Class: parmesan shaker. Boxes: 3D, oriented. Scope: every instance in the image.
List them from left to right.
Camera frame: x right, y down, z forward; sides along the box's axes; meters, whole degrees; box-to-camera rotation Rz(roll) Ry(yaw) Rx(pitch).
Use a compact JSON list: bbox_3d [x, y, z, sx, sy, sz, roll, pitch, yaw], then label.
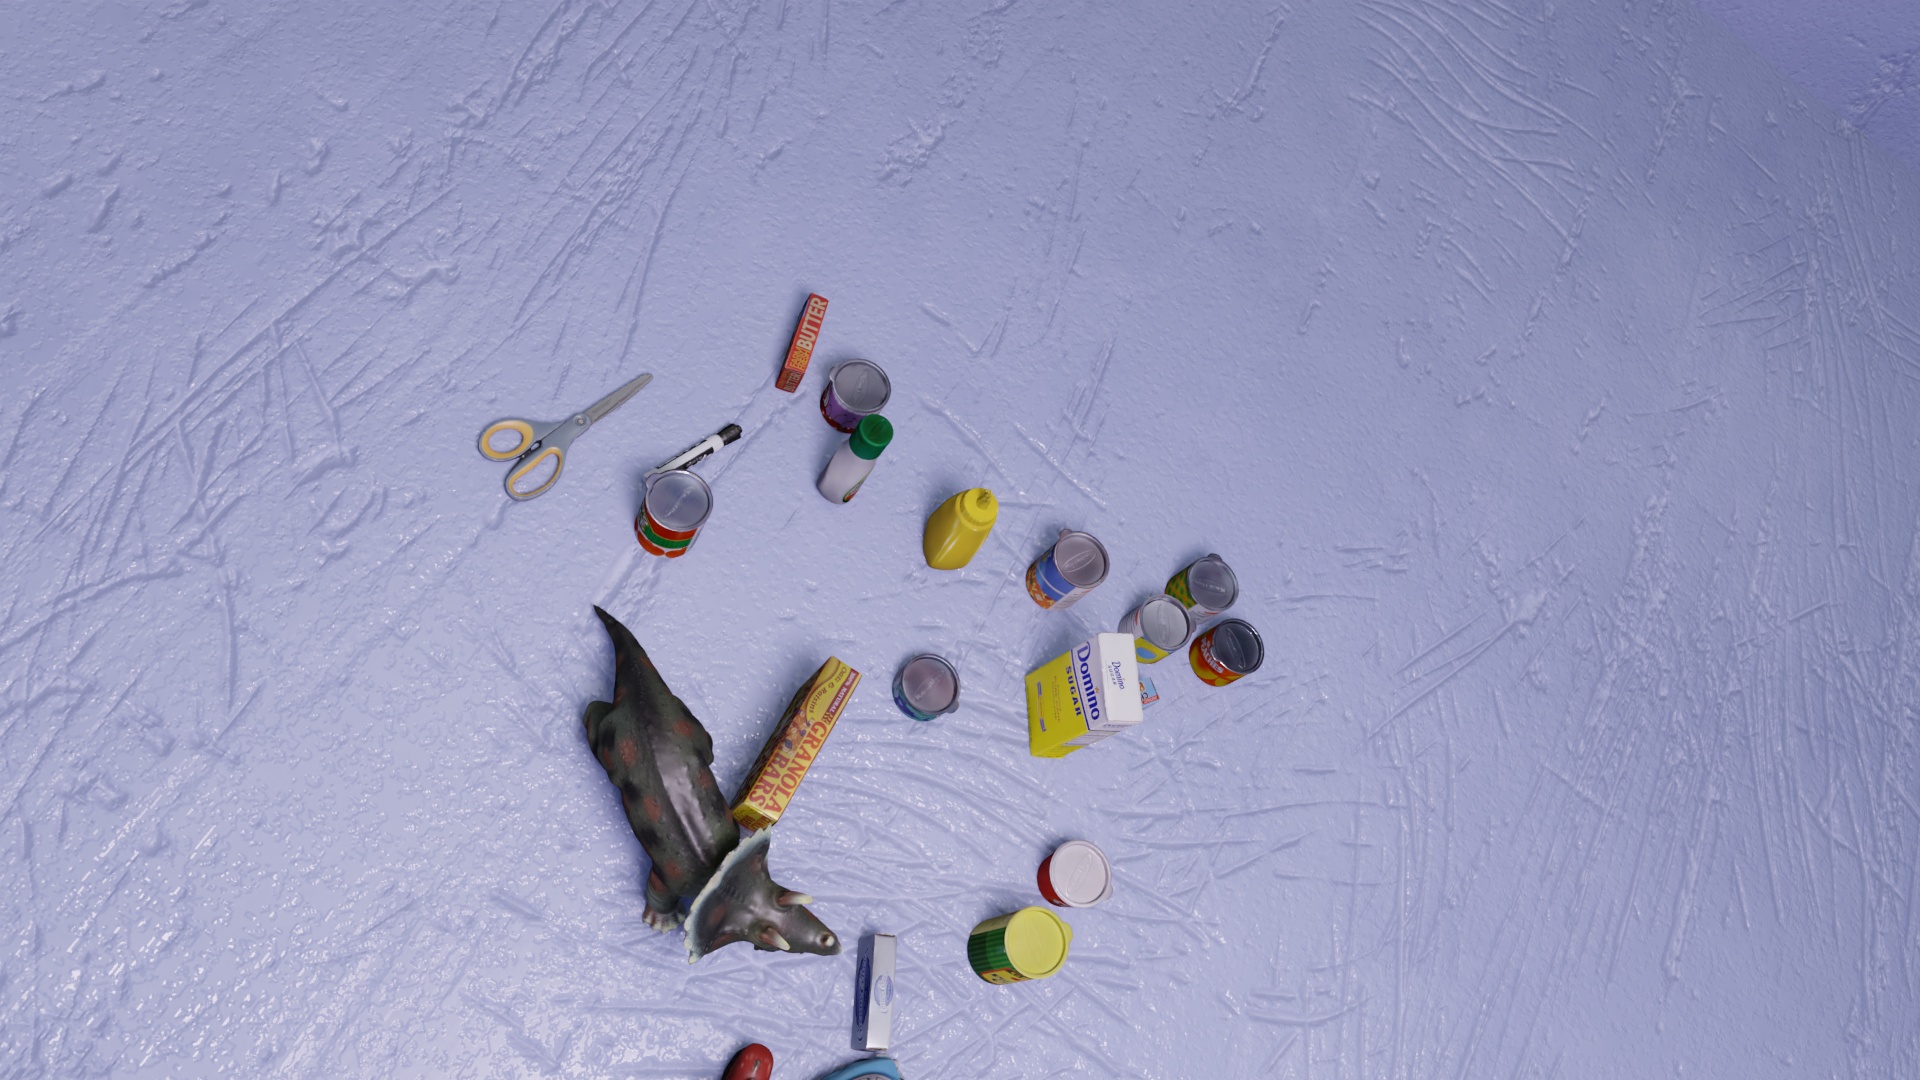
[{"bbox_3d":[0.057,0.394,1.348,0.071,0.102,0.071,8,67,-19],"label":"parmesan shaker"}]

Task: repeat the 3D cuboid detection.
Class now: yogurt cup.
[{"bbox_3d":[0.113,0.344,1.420,0.072,0.053,0.072,8,66,-19],"label":"yogurt cup"}]

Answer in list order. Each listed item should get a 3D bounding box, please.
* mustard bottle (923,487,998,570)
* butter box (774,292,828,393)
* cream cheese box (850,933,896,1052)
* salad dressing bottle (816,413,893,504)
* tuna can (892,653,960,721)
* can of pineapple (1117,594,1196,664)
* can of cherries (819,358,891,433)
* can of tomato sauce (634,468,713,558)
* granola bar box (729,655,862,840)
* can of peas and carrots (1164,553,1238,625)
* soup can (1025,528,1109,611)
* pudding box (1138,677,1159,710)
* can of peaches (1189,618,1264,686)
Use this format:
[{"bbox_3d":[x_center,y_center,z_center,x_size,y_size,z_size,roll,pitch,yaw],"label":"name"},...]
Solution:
[{"bbox_3d":[0.005,-0.018,1.465,0.049,0.159,0.065,3,69,-21],"label":"mustard bottle"},{"bbox_3d":[-0.175,-0.218,1.537,0.024,0.053,0.104,21,63,-13],"label":"butter box"},{"bbox_3d":[-0.081,0.426,1.309,0.024,0.053,0.104,11,66,-17],"label":"cream cheese box"},{"bbox_3d":[-0.110,-0.085,1.454,0.044,0.147,0.064,39,61,-3],"label":"salad dressing bottle"},{"bbox_3d":[-0.034,0.156,1.451,0.071,0.032,0.071,8,66,-19],"label":"tuna can"},{"bbox_3d":[0.219,0.101,1.560,0.071,0.057,0.071,8,66,-19],"label":"can of pineapple"},{"bbox_3d":[-0.119,-0.160,1.533,0.071,0.058,0.072,8,66,-19],"label":"can of cherries"},{"bbox_3d":[-0.291,-0.026,1.395,0.071,0.082,0.071,8,67,-19],"label":"can of tomato sauce"},{"bbox_3d":[-0.163,0.201,1.328,0.039,0.123,0.166,33,61,-6],"label":"granola bar box"},{"bbox_3d":[0.277,0.057,1.600,0.071,0.058,0.071,8,67,-19],"label":"can of peas and carrots"},{"bbox_3d":[0.116,0.033,1.532,0.071,0.083,0.071,8,67,-19],"label":"soup can"},{"bbox_3d":[0.169,0.180,1.512,0.084,0.049,0.030,-17,76,-26],"label":"pudding box"},{"bbox_3d":[0.300,0.129,1.580,0.071,0.057,0.071,8,66,-19],"label":"can of peaches"}]
